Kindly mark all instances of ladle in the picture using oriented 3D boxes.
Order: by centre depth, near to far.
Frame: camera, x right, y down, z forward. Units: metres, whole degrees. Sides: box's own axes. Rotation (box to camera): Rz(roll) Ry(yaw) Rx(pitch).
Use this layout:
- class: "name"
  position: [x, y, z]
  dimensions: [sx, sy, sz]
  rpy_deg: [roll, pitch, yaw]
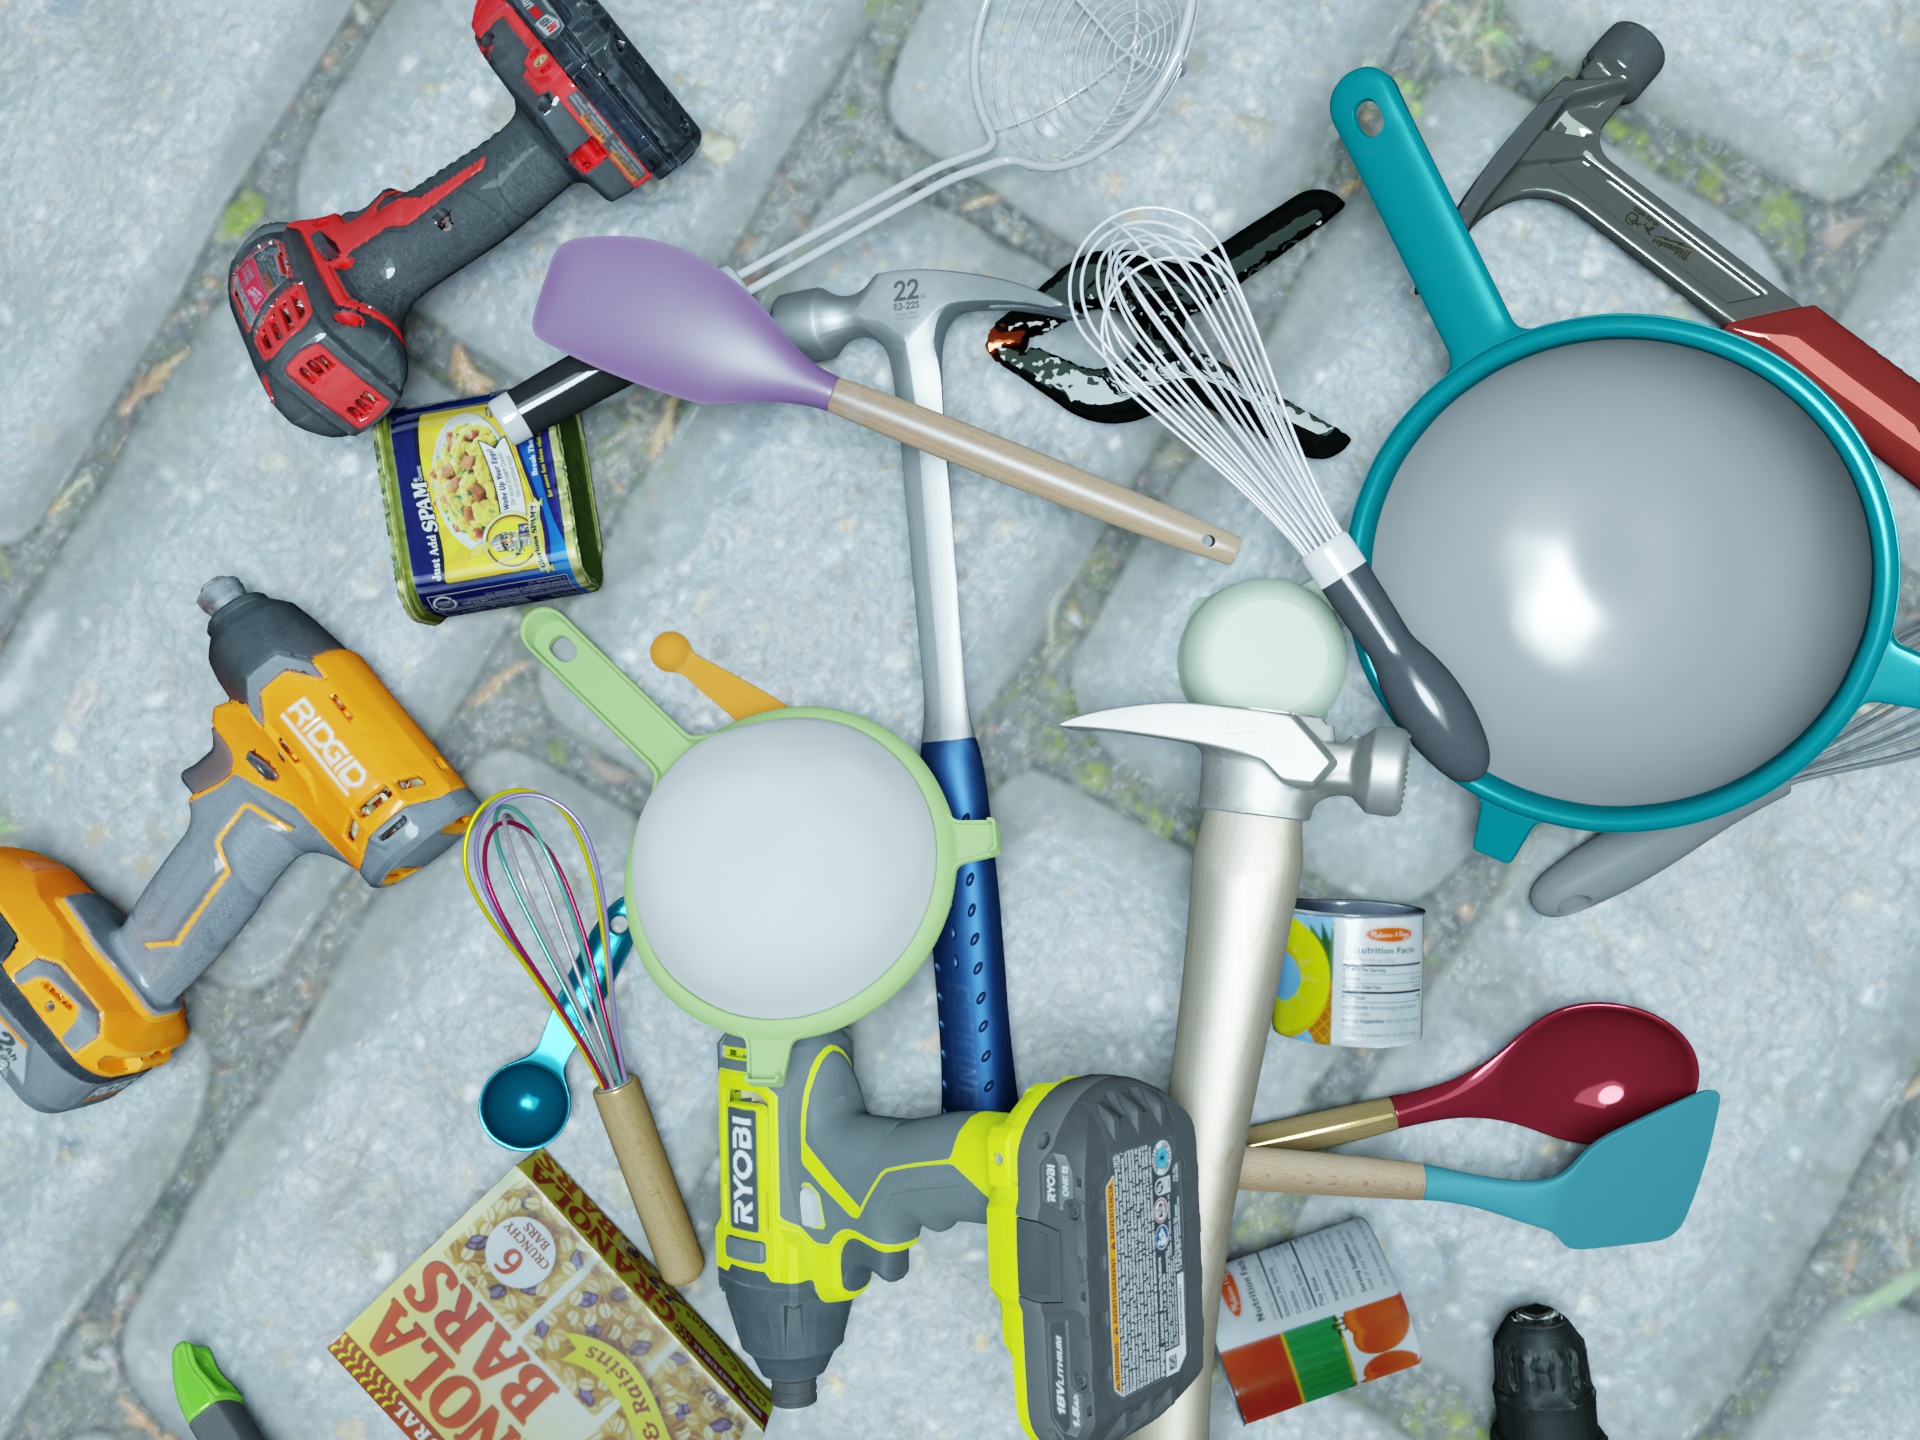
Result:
- class: "ladle"
  position: [0.173, 0.187, 0.726]
  dimensions: [0.315, 0.031, 0.069]
  rpy_deg: [-14, 98, 4]

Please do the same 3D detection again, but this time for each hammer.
- class: "hammer"
  position: [0.089, 0.197, 0.665]
  dimensions: [0.146, 0.038, 0.411]
  rpy_deg: [7, 87, 15]
- class: "hammer"
  position: [0.388, -0.151, 0.719]
  dimensions: [0.359, 0.036, 0.149]
  rpy_deg: [39, 91, 4]
- class: "hammer"
  position: [-0.001, -0.002, 0.722]
  dimensions: [0.144, 0.035, 0.405]
  rpy_deg: [-5, 91, 22]

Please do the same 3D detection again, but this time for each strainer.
- class: "strainer"
  position: [0.253, -0.122, 0.683]
  dimensions: [0.211, 0.095, 0.340]
  rpy_deg: [-28, 85, 34]
- class: "strainer"
  position: [-0.117, 0.022, 0.690]
  dimensions: [0.256, 0.069, 0.151]
  rpy_deg: [41, 81, 21]

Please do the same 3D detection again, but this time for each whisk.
- class: "whisk"
  position: [0.141, -0.095, 0.673]
  dimensions: [0.070, 0.070, 0.284]
  rpy_deg: [-34, 88, 2]
- class: "whisk"
  position: [0.364, 0.025, 0.714]
  dimensions: [0.239, 0.055, 0.055]
  rpy_deg: [-31, 87, 7]
- class: "whisk"
  position: [-0.169, 0.147, 0.723]
  dimensions: [0.051, 0.047, 0.245]
  rpy_deg: [-11, 101, 36]

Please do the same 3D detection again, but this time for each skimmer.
- class: "skimmer"
  position: [-0.055, -0.241, 0.696]
  dimensions: [0.363, 0.090, 0.127]
  rpy_deg: [-32, 59, -7]

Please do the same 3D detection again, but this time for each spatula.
- class: "spatula"
  position: [-0.029, -0.131, 0.673]
  dimensions: [0.316, 0.018, 0.060]
  rpy_deg: [22, 97, 0]
- class: "spatula"
  position: [0.175, 0.196, 0.703]
  dimensions: [0.317, 0.044, 0.082]
  rpy_deg: [4, 115, 3]

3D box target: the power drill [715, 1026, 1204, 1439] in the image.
- class: "power drill"
  position: [-0.014, 0.217, 0.663]
  dimensions: [0.223, 0.080, 0.171]
  rpy_deg: [-5, 86, 41]

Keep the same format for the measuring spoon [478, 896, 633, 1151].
- class: "measuring spoon"
  position: [-0.184, 0.141, 0.753]
  dimensions: [0.042, 0.021, 0.128]
  rpy_deg: [27, 81, -5]

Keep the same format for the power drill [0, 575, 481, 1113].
- class: "power drill"
  position: [-0.358, 0.051, 0.732]
  dimensions: [0.226, 0.084, 0.164]
  rpy_deg: [-39, 87, -3]

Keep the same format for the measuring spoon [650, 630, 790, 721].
- class: "measuring spoon"
  position: [-0.098, -0.006, 0.751]
  dimensions: [0.117, 0.011, 0.021]
  rpy_deg: [34, 91, 3]

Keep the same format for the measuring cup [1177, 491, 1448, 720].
- class: "measuring cup"
  position: [0.170, -0.061, 0.725]
  dimensions: [0.083, 0.038, 0.167]
  rpy_deg: [44, 93, 3]

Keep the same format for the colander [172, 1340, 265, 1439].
- class: "colander"
  position: [-0.210, 0.410, 0.691]
  dimensions: [0.094, 0.204, 0.397]
  rpy_deg: [-37, 69, -19]

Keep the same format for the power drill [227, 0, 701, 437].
- class: "power drill"
  position: [-0.237, -0.238, 0.718]
  dimensions: [0.219, 0.078, 0.143]
  rpy_deg: [-40, 51, 4]
